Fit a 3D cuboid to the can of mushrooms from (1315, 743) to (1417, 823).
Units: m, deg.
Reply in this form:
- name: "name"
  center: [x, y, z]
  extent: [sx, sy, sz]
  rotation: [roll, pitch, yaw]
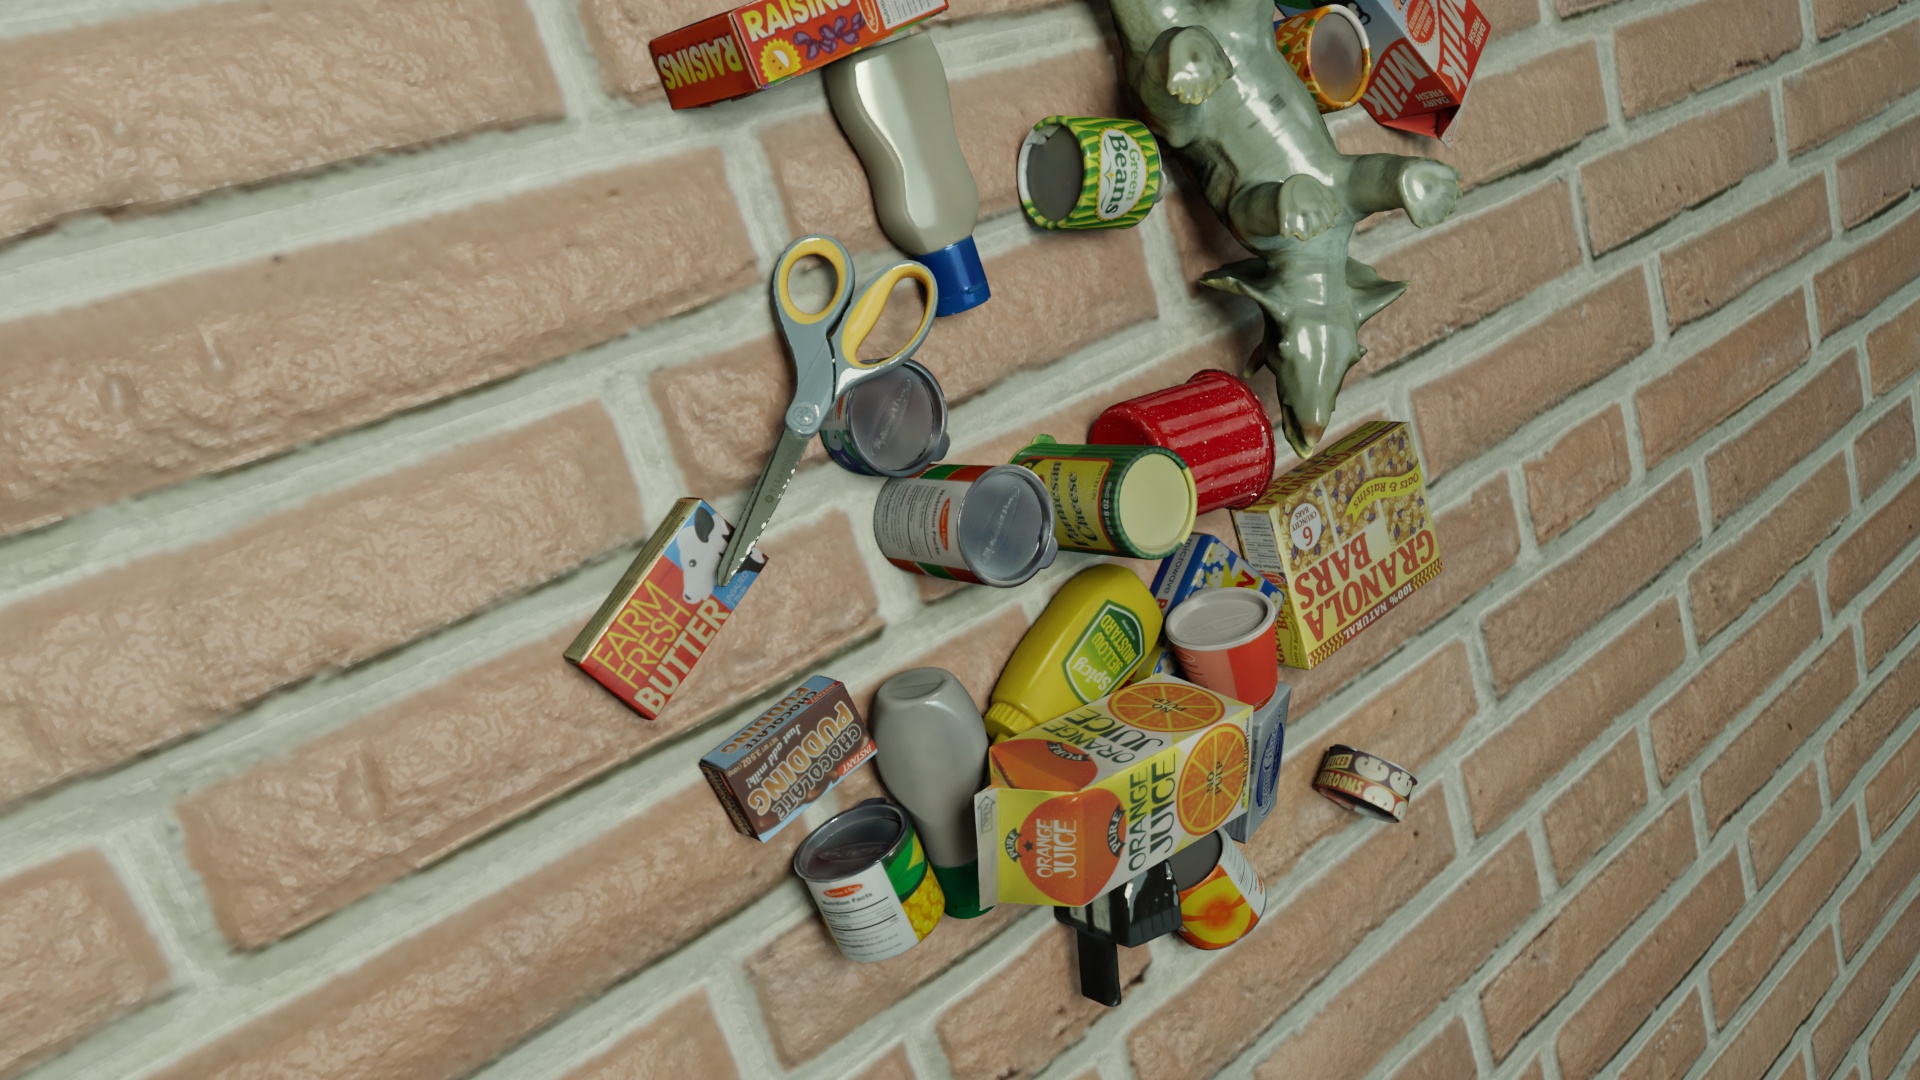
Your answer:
- name: "can of mushrooms"
  center: [0.293, 0.177, 1.011]
  extent: [0.071, 0.071, 0.033]
  rotation: [35, 74, -33]

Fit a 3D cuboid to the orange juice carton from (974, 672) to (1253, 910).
- name: "orange juice carton"
  center: [0.080, 0.143, 0.791]
  extent: [0.193, 0.073, 0.071]
  rotation: [-17, 114, -40]

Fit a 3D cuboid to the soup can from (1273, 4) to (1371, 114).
- name: "soup can"
  center: [0.215, -0.306, 0.910]
  extent: [0.071, 0.084, 0.071]
  rotation: [-4, 96, -36]

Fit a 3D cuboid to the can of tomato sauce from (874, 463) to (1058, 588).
- name: "can of tomato sauce"
  center: [0.003, -0.010, 0.773]
  extent: [0.071, 0.083, 0.071]
  rotation: [-3, 95, -36]

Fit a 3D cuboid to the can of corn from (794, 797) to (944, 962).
- name: "can of corn"
  center: [-0.048, 0.185, 0.760]
  extent: [0.071, 0.071, 0.058]
  rotation: [-34, 113, -30]

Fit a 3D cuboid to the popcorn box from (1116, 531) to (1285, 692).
- name: "popcorn box"
  center: [0.156, 0.069, 0.920]
  extent: [0.085, 0.038, 0.127]
  rotation: [36, 72, -33]

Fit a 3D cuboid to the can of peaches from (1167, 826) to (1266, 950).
- name: "can of peaches"
  center: [0.157, 0.226, 0.914]
  extent: [0.071, 0.071, 0.058]
  rotation: [-49, 119, -24]

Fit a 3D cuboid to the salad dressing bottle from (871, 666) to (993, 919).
- name: "salad dressing bottle"
  center: [-0.010, 0.146, 0.793]
  extent: [0.064, 0.044, 0.147]
  rotation: [-10, 111, 7]

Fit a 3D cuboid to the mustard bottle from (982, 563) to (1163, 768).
- name: "mustard bottle"
  center: [0.059, 0.085, 0.842]
  extent: [0.161, 0.049, 0.065]
  rotation: [-49, 117, -24]

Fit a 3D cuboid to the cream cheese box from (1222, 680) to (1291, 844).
- name: "cream cheese box"
  center: [0.197, 0.149, 0.937]
  extent: [0.053, 0.024, 0.103]
  rotation: [-36, 135, -45]

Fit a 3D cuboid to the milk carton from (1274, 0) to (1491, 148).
- name: "milk carton"
  center: [0.308, -0.362, 0.982]
  extent: [0.190, 0.073, 0.072]
  rotation: [32, 74, -34]

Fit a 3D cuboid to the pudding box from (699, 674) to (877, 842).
- name: "pudding box"
  center: [-0.091, 0.116, 0.744]
  extent: [0.084, 0.030, 0.049]
  rotation: [-35, 114, -29]

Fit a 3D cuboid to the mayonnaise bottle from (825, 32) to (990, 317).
- name: "mayonnaise bottle"
  center: [-0.023, -0.199, 0.769]
  extent: [0.065, 0.041, 0.147]
  rotation: [-30, 111, -30]

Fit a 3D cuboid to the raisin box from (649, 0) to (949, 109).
- name: "raisin box"
  center: [-0.081, -0.256, 0.693]
  extent: [0.124, 0.086, 0.040]
  rotation: [-34, 117, -30]

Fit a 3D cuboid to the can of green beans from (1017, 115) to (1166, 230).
- name: "can of green beans"
  center: [0.076, -0.218, 0.824]
  extent: [0.058, 0.071, 0.071]
  rotation: [-10, 99, -35]

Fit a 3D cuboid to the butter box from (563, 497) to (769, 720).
- name: "butter box"
  center: [-0.147, 0.034, 0.701]
  extent: [0.053, 0.024, 0.104]
  rotation: [44, 68, -29]

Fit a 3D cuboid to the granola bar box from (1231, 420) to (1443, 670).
- name: "granola bar box"
  center: [0.274, 0.000, 1.002]
  extent: [0.166, 0.039, 0.124]
  rotation: [-29, 109, -32]

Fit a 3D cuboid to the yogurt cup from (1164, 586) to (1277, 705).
- name: "yogurt cup"
  center: [0.165, 0.069, 0.863]
  extent: [0.073, 0.072, 0.053]
  rotation: [-33, 119, -30]

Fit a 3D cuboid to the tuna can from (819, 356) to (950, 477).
- name: "tuna can"
  center: [-0.041, -0.067, 0.768]
  extent: [0.071, 0.033, 0.071]
  rotation: [-3, 95, -36]

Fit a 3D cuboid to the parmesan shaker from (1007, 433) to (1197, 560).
- name: "parmesan shaker"
  center: [0.080, -0.027, 0.816]
  extent: [0.071, 0.103, 0.071]
  rotation: [-3, 95, -36]
